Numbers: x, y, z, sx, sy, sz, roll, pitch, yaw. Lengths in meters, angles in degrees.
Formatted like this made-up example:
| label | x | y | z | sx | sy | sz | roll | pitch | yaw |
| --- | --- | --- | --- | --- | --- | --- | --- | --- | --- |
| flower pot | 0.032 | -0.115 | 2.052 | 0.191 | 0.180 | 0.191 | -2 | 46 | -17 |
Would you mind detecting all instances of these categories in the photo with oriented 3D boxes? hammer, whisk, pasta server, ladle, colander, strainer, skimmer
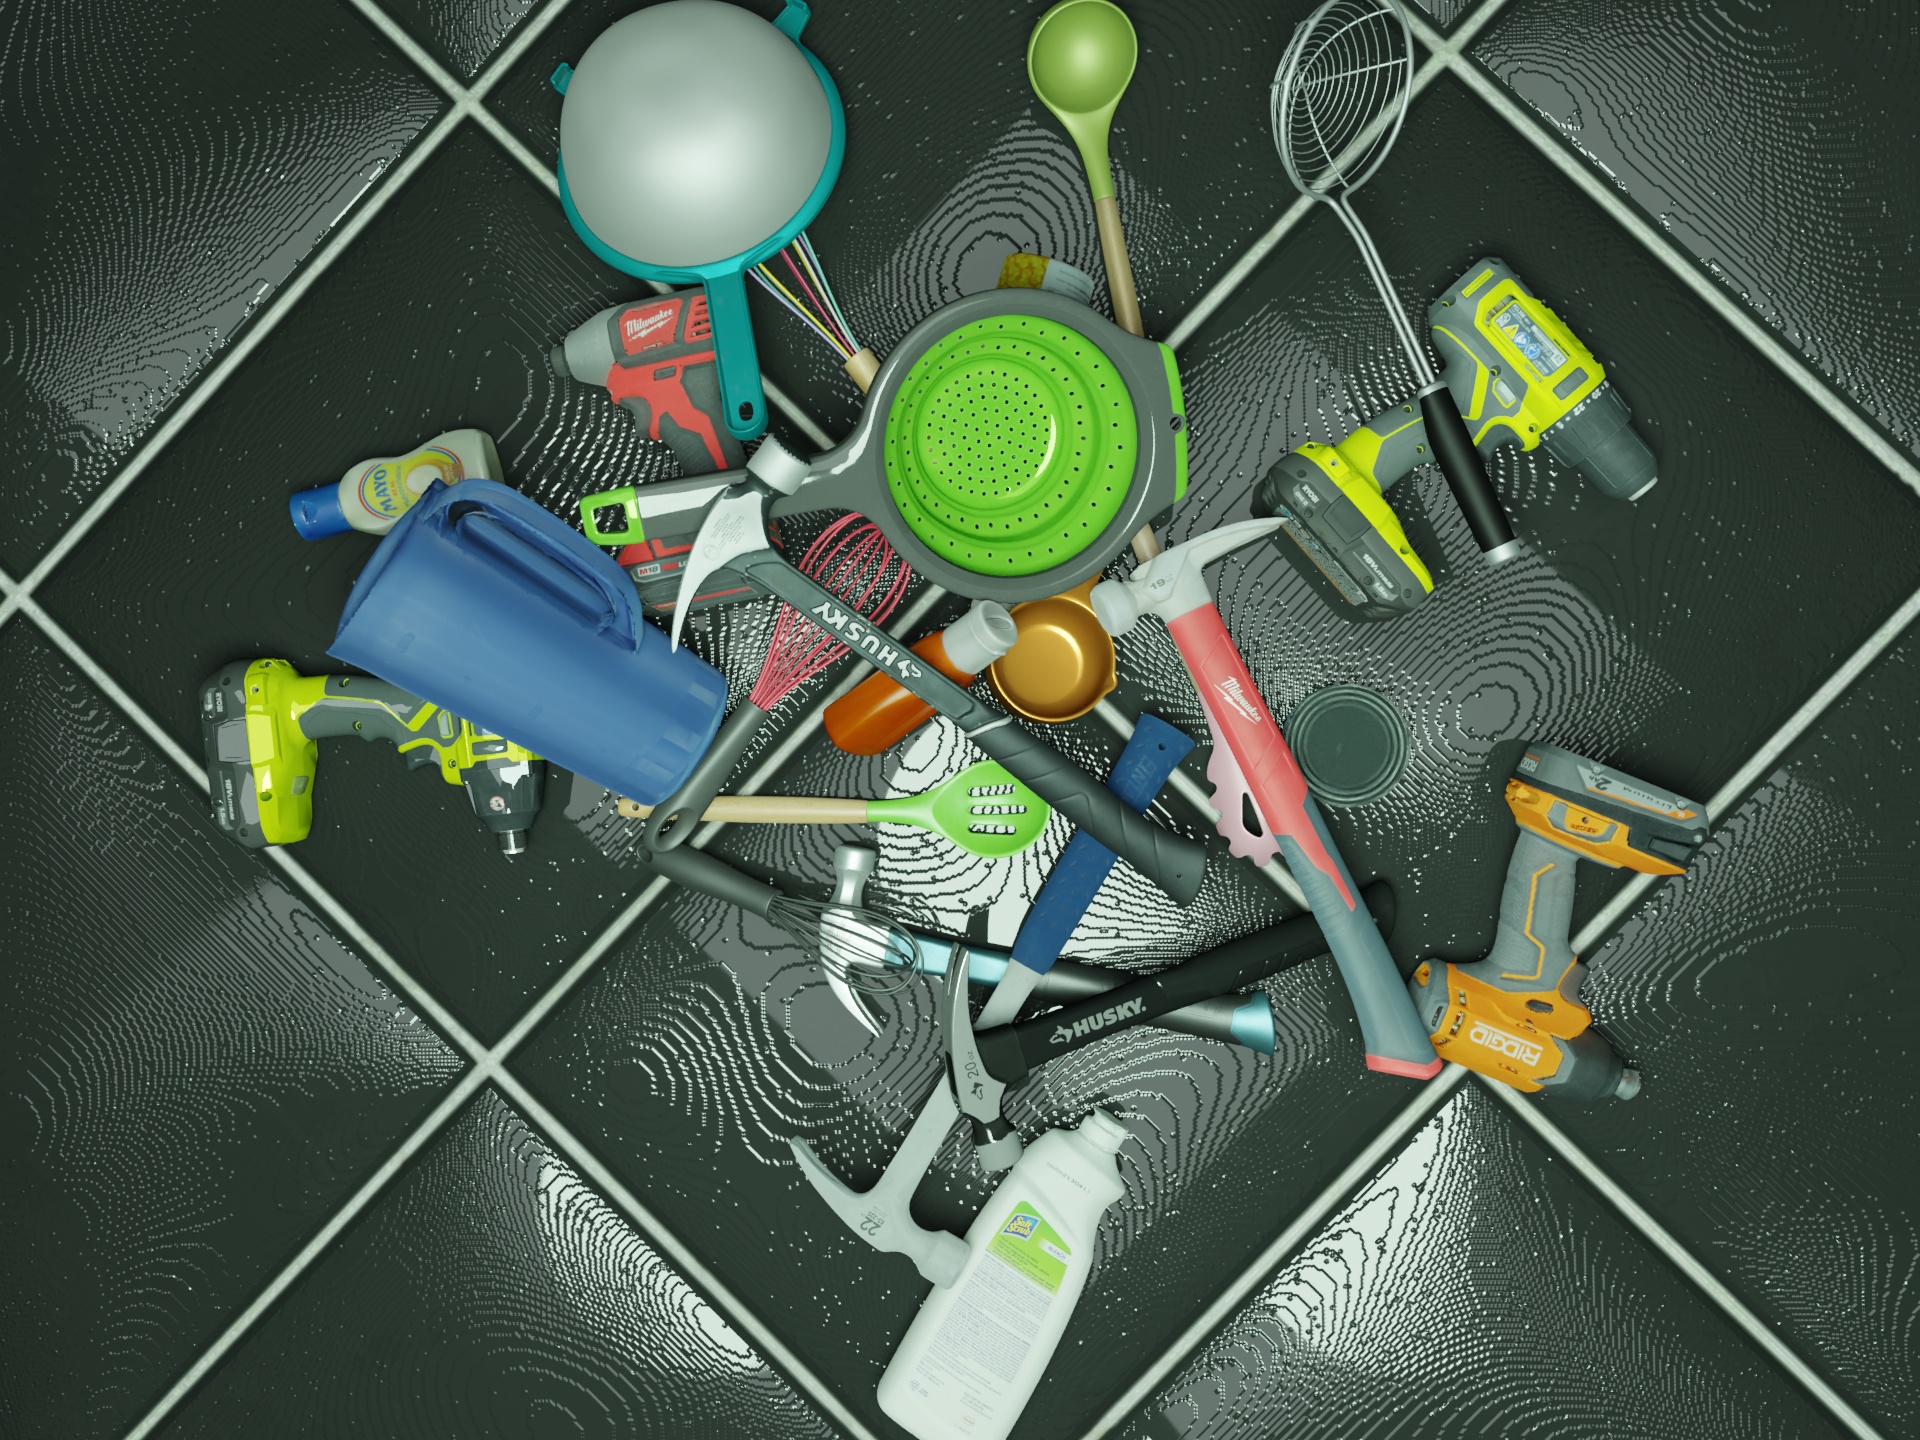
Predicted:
| label | x | y | z | sx | sy | sz | roll | pitch | yaw |
| --- | --- | --- | --- | --- | --- | --- | --- | --- | --- |
| hammer | 0.061 | 0.182 | 1.125 | 0.331 | 0.033 | 0.128 | 11 | 90 | 4 |
| whisk | -0.130 | -0.026 | 1.116 | 0.073 | 0.073 | 0.296 | 37 | 92 | 3 |
| hammer | 0.234 | 0.054 | 1.066 | 0.143 | 0.038 | 0.386 | -25 | 85 | -7 |
| pasta server | 0.163 | -0.047 | 1.123 | 0.060 | 0.040 | 0.316 | -23 | 85 | 4 |
| hammer | -0.002 | -0.003 | 1.030 | 0.408 | 0.036 | 0.149 | 37 | 104 | -12 |
| ladle | 0.108 | -0.341 | 1.111 | 0.078 | 0.062 | 0.320 | -11 | 92 | -3 |
| hammer | 0.035 | 0.175 | 1.090 | 0.144 | 0.035 | 0.405 | 31 | 86 | 4 |
| colander | -0.052 | -0.173 | 1.062 | 0.397 | 0.095 | 0.204 | -11 | 109 | -8 |
| whisk | -0.085 | -0.278 | 1.133 | 0.051 | 0.047 | 0.245 | -37 | 92 | 12 |
| whisk | -0.131 | 0.131 | 1.112 | 0.239 | 0.055 | 0.055 | 21 | 92 | 21 |
| hammer | 0.145 | 0.174 | 1.071 | 0.334 | 0.035 | 0.146 | -18 | 97 | -14 |
| strainer | -0.178 | -0.355 | 1.065 | 0.211 | 0.095 | 0.341 | -14 | 71 | 6 |
| skimmer | 0.296 | -0.277 | 1.010 | 0.127 | 0.090 | 0.363 | -23 | 89 | -33 |

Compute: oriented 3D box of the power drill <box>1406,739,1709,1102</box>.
| label | x | y | z | sx | sy | sz | roll | pitch | yaw |
| --- | --- | --- | --- | --- | --- | --- | --- | --- | --- |
| power drill | 0.415 | 0.145 | 1.079 | 0.164 | 0.084 | 0.226 | 23 | 96 | 3 |

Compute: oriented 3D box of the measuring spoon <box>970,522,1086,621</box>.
| label | x | y | z | sx | sy | sz | roll | pitch | yaw |
| --- | --- | --- | --- | --- | --- | --- | --- | --- | --- |
| measuring spoon | 0.059 | -0.107 | 1.132 | 0.124 | 0.018 | 0.034 | -38 | 87 | 2 |

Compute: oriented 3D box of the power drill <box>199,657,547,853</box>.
| label | x | y | z | sx | sy | sz | roll | pitch | yaw |
| --- | --- | --- | --- | --- | --- | --- | --- | --- | --- |
| power drill | -0.411 | 0.020 | 1.137 | 0.223 | 0.080 | 0.171 | -7 | 89 | 1 |

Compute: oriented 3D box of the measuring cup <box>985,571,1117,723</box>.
| label | x | y | z | sx | sy | sz | roll | pitch | yaw |
| --- | --- | --- | --- | --- | --- | --- | --- | --- | --- |
| measuring cup | 0.076 | -0.079 | 1.117 | 0.095 | 0.052 | 0.174 | 23 | 80 | -5 |

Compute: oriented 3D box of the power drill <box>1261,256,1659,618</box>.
| label | x | y | z | sx | sy | sz | roll | pitch | yaw |
| --- | --- | --- | --- | --- | --- | --- | --- | --- | --- |
| power drill | 0.341 | -0.175 | 1.085 | 0.228 | 0.080 | 0.190 | -41 | 87 | 0 |

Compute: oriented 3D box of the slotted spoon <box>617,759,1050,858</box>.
| label | x | y | z | sx | sy | sz | roll | pitch | yaw |
| --- | --- | --- | --- | --- | --- | --- | --- | --- | --- |
| slotted spoon | -0.092 | 0.063 | 1.139 | 0.314 | 0.031 | 0.070 | 0 | 84 | 6 |

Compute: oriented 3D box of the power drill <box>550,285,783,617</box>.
| label | x | y | z | sx | sy | sz | roll | pitch | yaw |
| --- | --- | --- | --- | --- | --- | --- | --- | --- | --- |
| power drill | -0.206 | -0.191 | 1.124 | 0.143 | 0.078 | 0.220 | -11 | 86 | 4 |
